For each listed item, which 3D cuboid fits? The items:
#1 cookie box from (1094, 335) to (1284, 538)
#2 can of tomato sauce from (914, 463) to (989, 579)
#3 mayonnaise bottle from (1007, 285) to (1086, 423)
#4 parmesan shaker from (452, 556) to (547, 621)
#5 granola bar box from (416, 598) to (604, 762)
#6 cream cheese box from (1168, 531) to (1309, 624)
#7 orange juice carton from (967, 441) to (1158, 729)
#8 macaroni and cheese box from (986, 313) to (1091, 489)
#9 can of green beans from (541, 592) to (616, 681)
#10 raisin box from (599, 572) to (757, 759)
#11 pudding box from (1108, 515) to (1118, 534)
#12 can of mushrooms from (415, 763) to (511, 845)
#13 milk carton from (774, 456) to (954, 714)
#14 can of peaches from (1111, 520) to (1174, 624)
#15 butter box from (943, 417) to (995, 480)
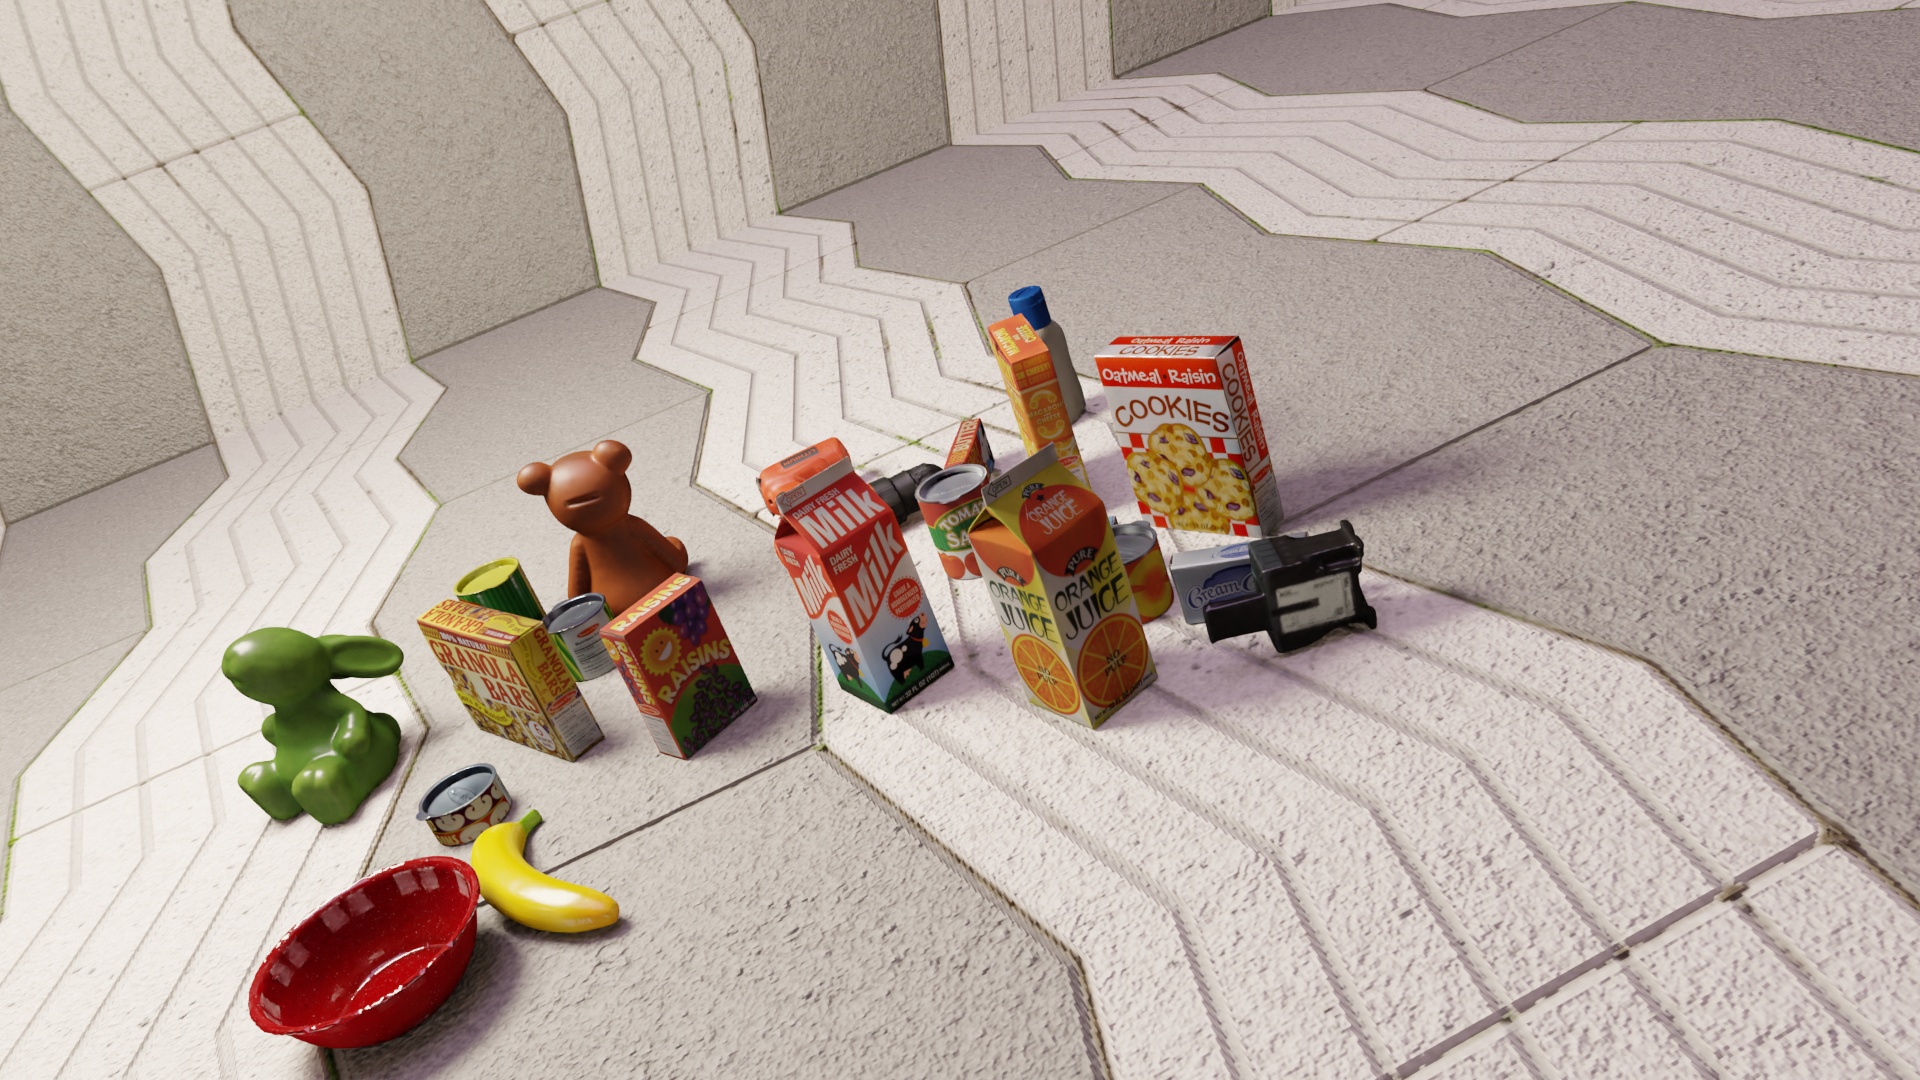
[{"bbox_3d":[0.190,-0.087,1.149,0.123,0.166,0.040,7,37,44],"label":"cookie box"},{"bbox_3d":[0.004,-0.016,1.237,0.071,0.082,0.071,-16,26,8],"label":"can of tomato sauce"},{"bbox_3d":[0.088,-0.191,1.448,0.041,0.147,0.065,1,33,37],"label":"mayonnaise bottle"},{"bbox_3d":[-0.436,0.077,1.345,0.071,0.102,0.071,-16,26,8],"label":"parmesan shaker"},{"bbox_3d":[-0.394,0.120,1.207,0.165,0.123,0.039,7,36,43],"label":"granola bar box"},{"bbox_3d":[0.213,0.029,1.037,0.104,0.053,0.024,-10,27,20],"label":"cream cheese box"},{"bbox_3d":[0.068,0.030,0.977,0.072,0.192,0.073,-34,29,-27],"label":"orange juice carton"},{"bbox_3d":[0.074,-0.112,1.281,0.040,0.165,0.124,-20,25,0],"label":"macaroni and cheese box"},{"bbox_3d":[-0.354,0.091,1.311,0.071,0.057,0.071,-16,26,8],"label":"can of green beans"},{"bbox_3d":[-0.227,0.101,1.126,0.040,0.123,0.086,7,36,44],"label":"raisin box"},{"bbox_3d":[0.095,0.013,1.155,0.083,0.049,0.030,-12,26,16],"label":"pudding box"},{"bbox_3d":[-0.405,0.216,1.130,0.071,0.033,0.071,-16,26,8],"label":"can of mushrooms"},{"bbox_3d":[-0.081,0.032,1.080,0.072,0.189,0.073,-34,29,-27],"label":"milk carton"},{"bbox_3d":[0.131,0.026,1.094,0.071,0.057,0.071,-16,26,8],"label":"can of peaches"},{"bbox_3d":[0.010,-0.077,1.388,0.024,0.053,0.104,-12,27,17],"label":"butter box"}]
